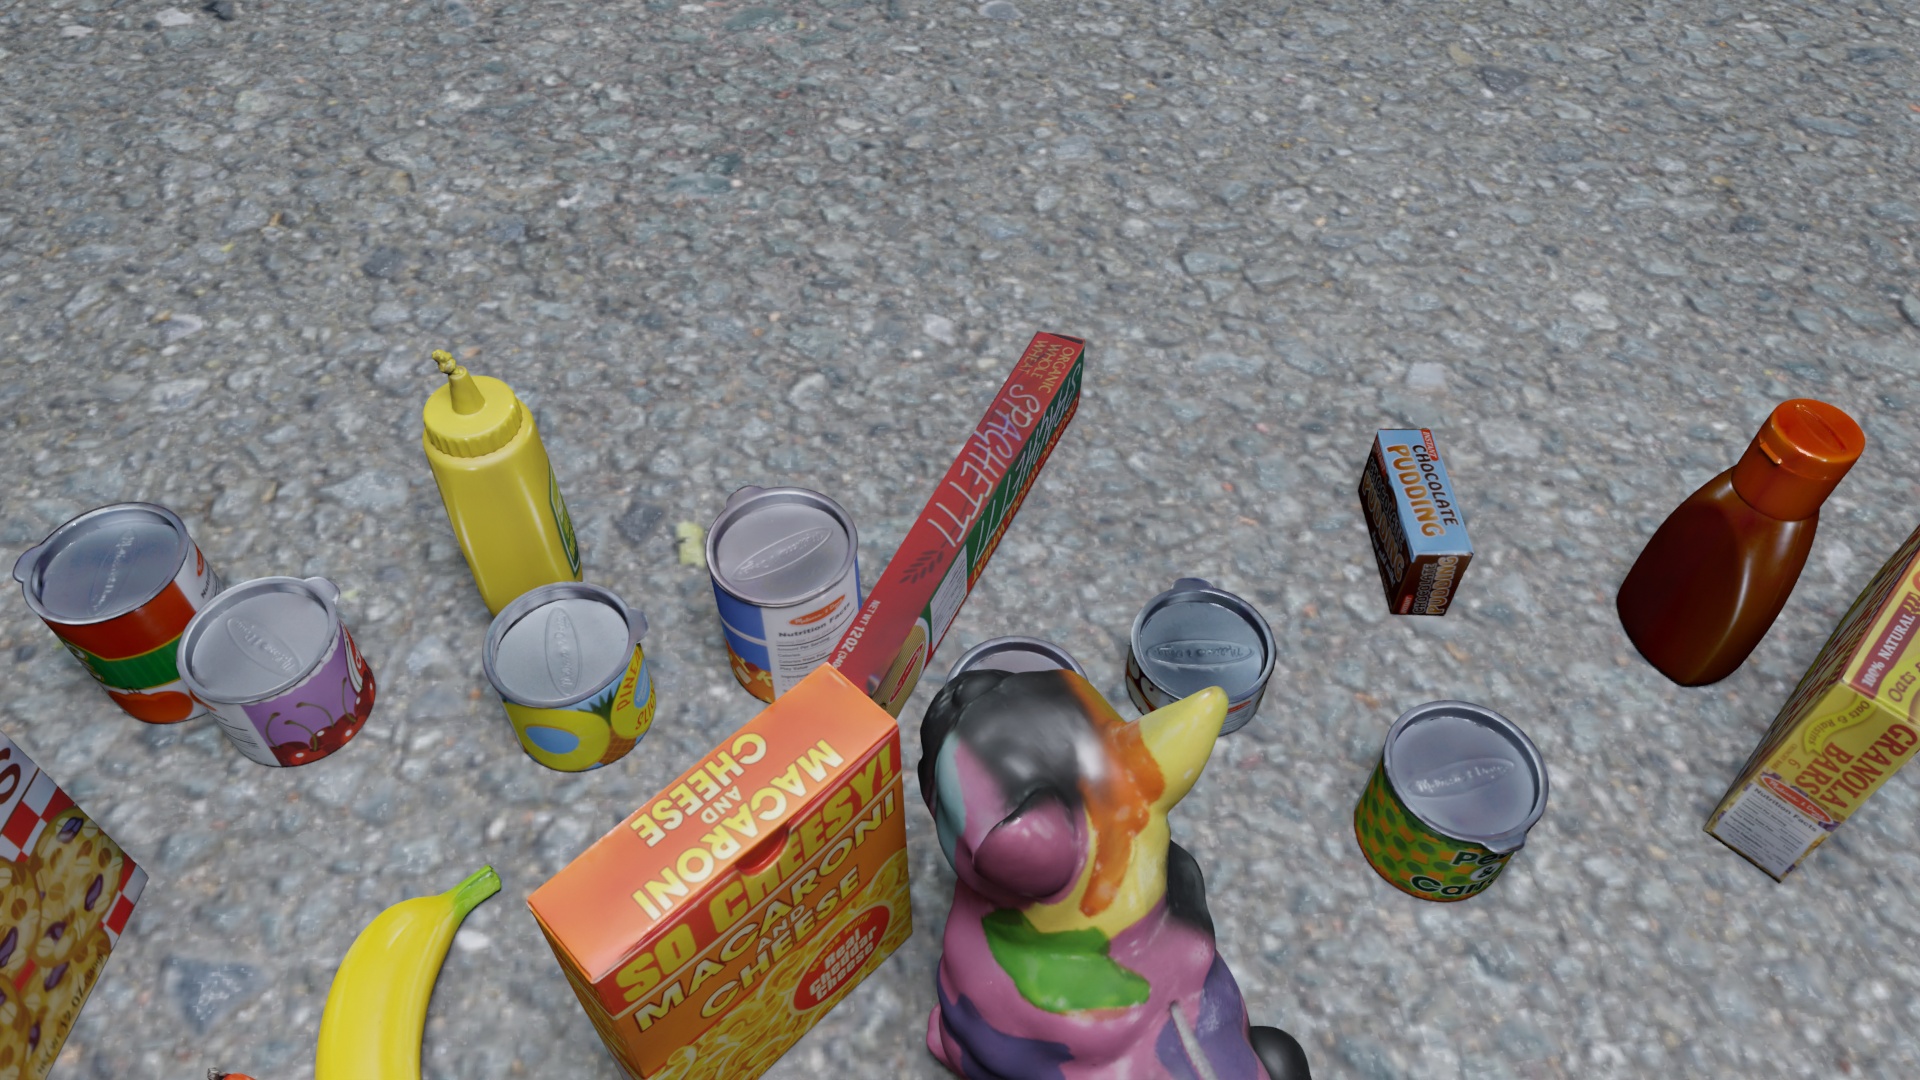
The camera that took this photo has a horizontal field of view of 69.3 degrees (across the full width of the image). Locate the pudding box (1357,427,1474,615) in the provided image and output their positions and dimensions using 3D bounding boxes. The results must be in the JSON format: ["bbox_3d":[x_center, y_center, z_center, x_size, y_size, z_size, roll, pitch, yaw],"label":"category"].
[{"bbox_3d":[0.225,-0.010,0.690,0.030,0.049,0.084,-1,51,-1],"label":"pudding box"}]

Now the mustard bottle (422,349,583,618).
[{"bbox_3d":[-0.208,-0.025,0.626,0.049,0.159,0.065,-14,53,-11],"label":"mustard bottle"}]

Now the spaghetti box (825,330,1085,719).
[{"bbox_3d":[0.002,-0.009,0.686,0.029,0.050,0.251,20,54,15],"label":"spaghetti box"}]

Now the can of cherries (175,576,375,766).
[{"bbox_3d":[-0.302,0.058,0.623,0.071,0.058,0.072,0,51,0],"label":"can of cherries"}]

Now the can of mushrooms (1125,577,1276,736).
[{"bbox_3d":[0.111,0.054,0.647,0.071,0.033,0.071,0,51,0],"label":"can of mushrooms"}]

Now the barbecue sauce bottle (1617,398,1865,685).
[{"bbox_3d":[0.347,0.001,0.619,0.044,0.147,0.065,-13,52,-11],"label":"barbecue sauce bottle"}]

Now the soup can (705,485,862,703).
[{"bbox_3d":[-0.079,0.025,0.636,0.071,0.083,0.072,0,51,0],"label":"soup can"}]

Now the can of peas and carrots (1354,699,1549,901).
[{"bbox_3d":[0.206,0.112,0.585,0.071,0.058,0.071,0,51,0],"label":"can of peas and carrots"}]

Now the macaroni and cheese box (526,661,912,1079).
[{"bbox_3d":[-0.074,0.135,0.494,0.040,0.165,0.124,38,60,26],"label":"macaroni and cheese box"}]

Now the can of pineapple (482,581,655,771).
[{"bbox_3d":[-0.172,0.061,0.622,0.071,0.057,0.071,0,51,0],"label":"can of pineapple"}]

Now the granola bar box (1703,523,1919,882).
[{"bbox_3d":[0.394,0.053,0.593,0.039,0.123,0.166,37,59,25],"label":"granola bar box"}]

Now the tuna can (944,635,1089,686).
[{"bbox_3d":[0.026,0.081,0.625,0.071,0.032,0.071,0,51,0],"label":"tuna can"}]

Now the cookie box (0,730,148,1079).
[{"bbox_3d":[-0.369,0.136,0.489,0.040,0.166,0.123,6,51,4],"label":"cookie box"}]

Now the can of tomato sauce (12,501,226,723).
[{"bbox_3d":[-0.368,0.034,0.625,0.071,0.082,0.071,0,51,0],"label":"can of tomato sauce"}]
